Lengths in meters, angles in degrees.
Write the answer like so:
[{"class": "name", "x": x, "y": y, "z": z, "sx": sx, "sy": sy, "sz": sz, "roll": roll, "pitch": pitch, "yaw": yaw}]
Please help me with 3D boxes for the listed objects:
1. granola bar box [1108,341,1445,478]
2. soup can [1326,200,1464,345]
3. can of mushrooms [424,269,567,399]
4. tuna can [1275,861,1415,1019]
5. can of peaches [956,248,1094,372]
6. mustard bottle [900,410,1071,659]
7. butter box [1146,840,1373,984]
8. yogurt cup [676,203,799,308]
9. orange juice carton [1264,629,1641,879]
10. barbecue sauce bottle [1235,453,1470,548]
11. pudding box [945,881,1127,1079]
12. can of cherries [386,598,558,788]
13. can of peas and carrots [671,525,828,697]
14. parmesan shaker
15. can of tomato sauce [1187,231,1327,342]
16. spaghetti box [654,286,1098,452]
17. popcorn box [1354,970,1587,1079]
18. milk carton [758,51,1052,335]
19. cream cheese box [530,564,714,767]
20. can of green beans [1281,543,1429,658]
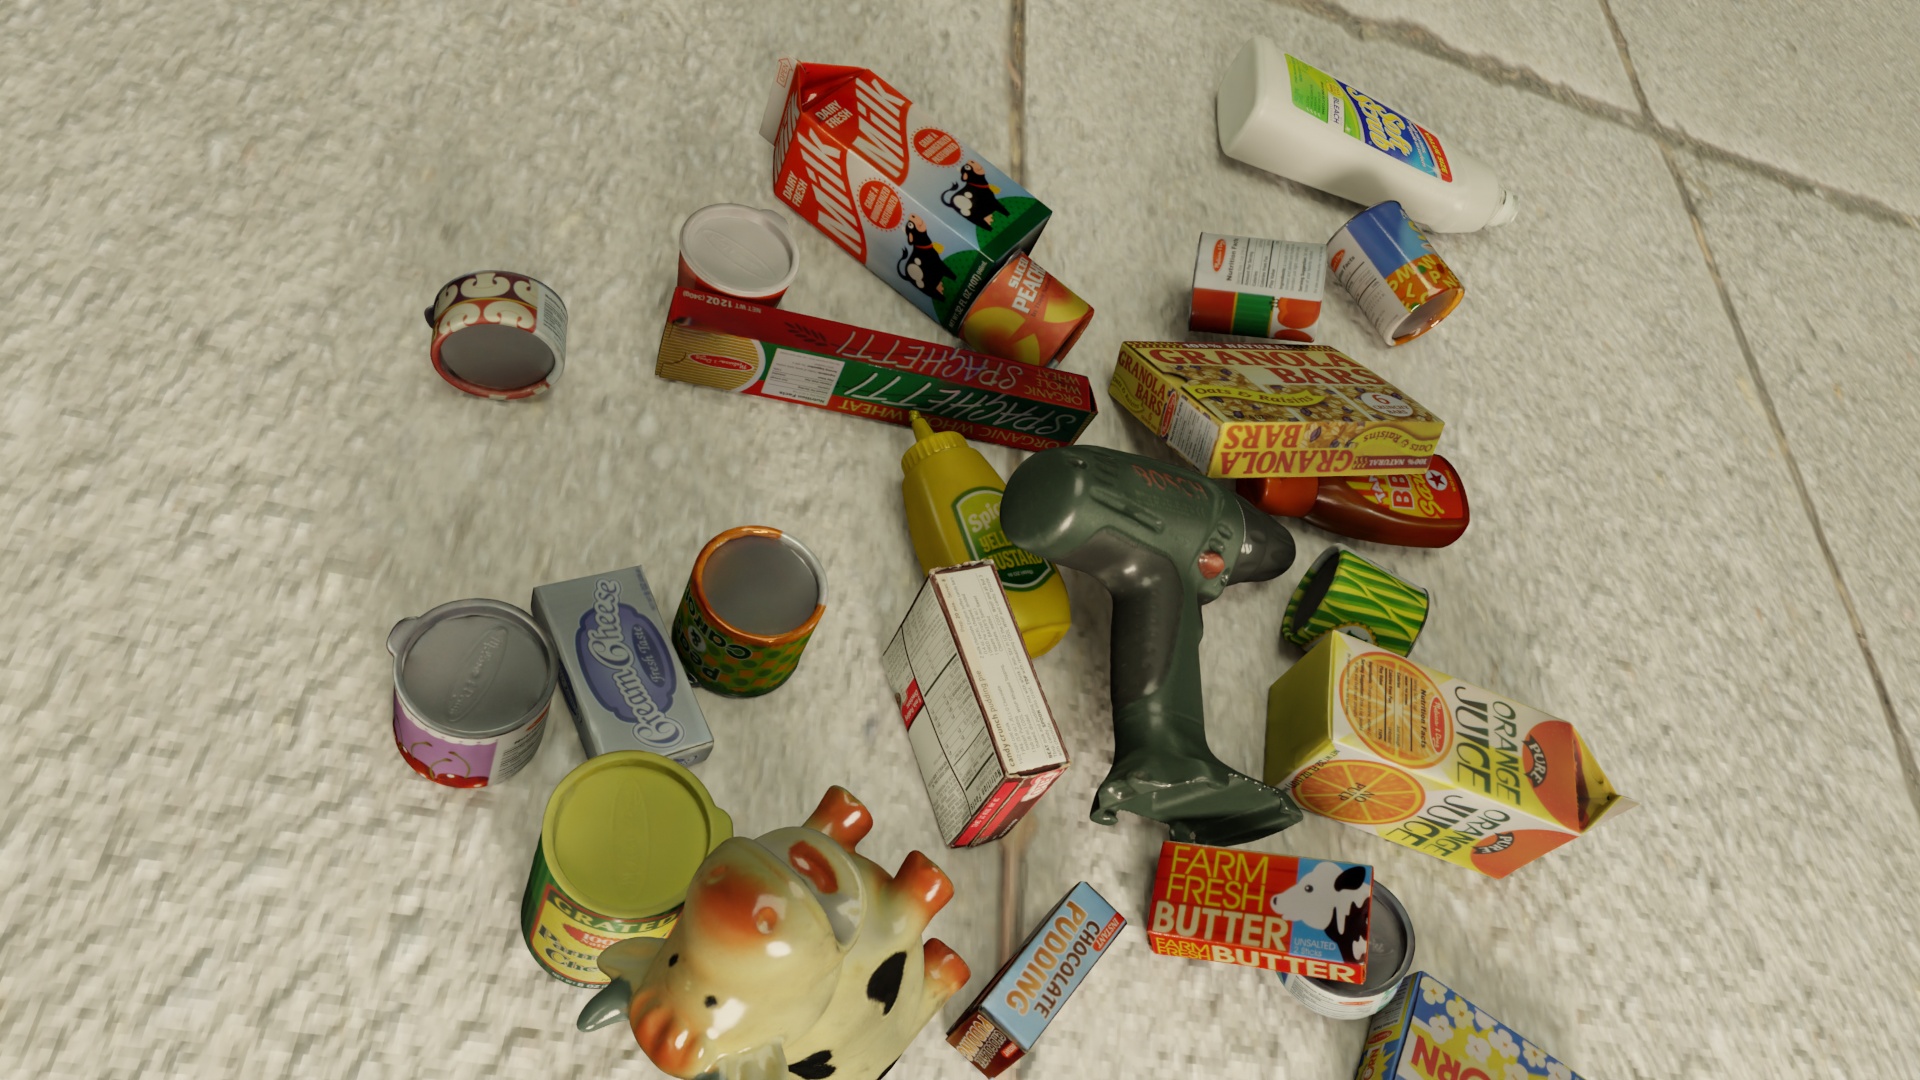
[{"class": "granola bar box", "x": 0.195, "y": -0.084, "z": 0.866, "sx": 0.166, "sy": 0.038, "sz": 0.124, "roll": -3, "pitch": 31, "yaw": -25}, {"class": "soup can", "x": 0.316, "y": -0.195, "z": 1.007, "sx": 0.071, "sy": 0.071, "sz": 0.084, "roll": -17, "pitch": 66, "yaw": -32}, {"class": "can of mushrooms", "x": -0.238, "y": -0.104, "z": 0.709, "sx": 0.071, "sy": 0.070, "sz": 0.033, "roll": 4, "pitch": 57, "yaw": -21}, {"class": "tuna can", "x": 0.190, "y": 0.199, "z": 0.692, "sx": 0.071, "sy": 0.032, "sz": 0.071, "roll": -2, "pitch": 50, "yaw": 2}, {"class": "can of peaches", "x": 0.041, "y": -0.134, "z": 0.845, "sx": 0.058, "sy": 0.071, "sz": 0.071, "roll": 40, "pitch": 51, "yaw": 5}, {"class": "mustard bottle", "x": 0.003, "y": -0.009, "z": 0.757, "sx": 0.065, "sy": 0.048, "sz": 0.160, "roll": -10, "pitch": 62, "yaw": -34}, {"class": "butter box", "x": 0.146, "y": 0.179, "z": 0.675, "sx": 0.103, "sy": 0.024, "sz": 0.053, "roll": 3, "pitch": 50, "yaw": 18}, {"class": "yogurt cup", "x": -0.131, "y": -0.150, "z": 0.793, "sx": 0.072, "sy": 0.053, "sz": 0.073, "roll": 11, "pitch": 54, "yaw": -16}, {"class": "orange juice carton", "x": 0.270, "y": 0.126, "z": 0.765, "sx": 0.193, "sy": 0.071, "sz": 0.073, "roll": 21, "pitch": 52, "yaw": -9}, {"class": "barbecue sauce bottle", "x": 0.247, "y": -0.030, "z": 0.881, "sx": 0.149, "sy": 0.043, "sz": 0.065, "roll": 4, "pitch": 55, "yaw": -20}, {"class": "pudding box", "x": 0.034, "y": 0.199, "z": 0.628, "sx": 0.030, "sy": 0.049, "sz": 0.084, "roll": 42, "pitch": 51, "yaw": 10}, {"class": "can of cherries", "x": -0.215, "y": 0.066, "z": 0.607, "sx": 0.071, "sy": 0.058, "sz": 0.072, "roll": 11, "pitch": 55, "yaw": -16}, {"class": "can of peas and carrots", "x": -0.105, "y": 0.035, "z": 0.675, "sx": 0.071, "sy": 0.058, "sz": 0.071, "roll": 11, "pitch": 54, "yaw": -16}, {"class": "parmesan shaker", "x": -0.137, "y": 0.136, "z": 0.563, "sx": 0.071, "sy": 0.102, "sz": 0.071, "roll": 11, "pitch": 54, "yaw": -16}, {"class": "can of tomato sauce", "x": 0.197, "y": -0.167, "z": 0.923, "sx": 0.083, "sy": 0.070, "sz": 0.071, "roll": 8, "pitch": 51, "yaw": 11}, {"class": "spaghetti box", "x": -0.045, "y": -0.093, "z": 0.794, "sx": 0.250, "sy": 0.050, "sz": 0.029, "roll": 10, "pitch": 56, "yaw": -17}, {"class": "popcorn box", "x": 0.255, "y": 0.282, "z": 0.673, "sx": 0.127, "sy": 0.038, "sz": 0.085, "roll": 33, "pitch": 50, "yaw": 1}, {"class": "milk carton", "x": -0.046, "y": -0.224, "z": 0.869, "sx": 0.191, "sy": 0.072, "sz": 0.074, "roll": 38, "pitch": 52, "yaw": 5}, {"class": "cream cheese box", "x": -0.160, "y": 0.063, "z": 0.654, "sx": 0.053, "sy": 0.024, "sz": 0.104, "roll": -14, "pitch": 64, "yaw": -30}, {"class": "can of green beans", "x": 0.229, "y": 0.043, "z": 0.808, "sx": 0.058, "sy": 0.071, "sz": 0.071, "roll": 29, "pitch": 51, "yaw": -2}]
